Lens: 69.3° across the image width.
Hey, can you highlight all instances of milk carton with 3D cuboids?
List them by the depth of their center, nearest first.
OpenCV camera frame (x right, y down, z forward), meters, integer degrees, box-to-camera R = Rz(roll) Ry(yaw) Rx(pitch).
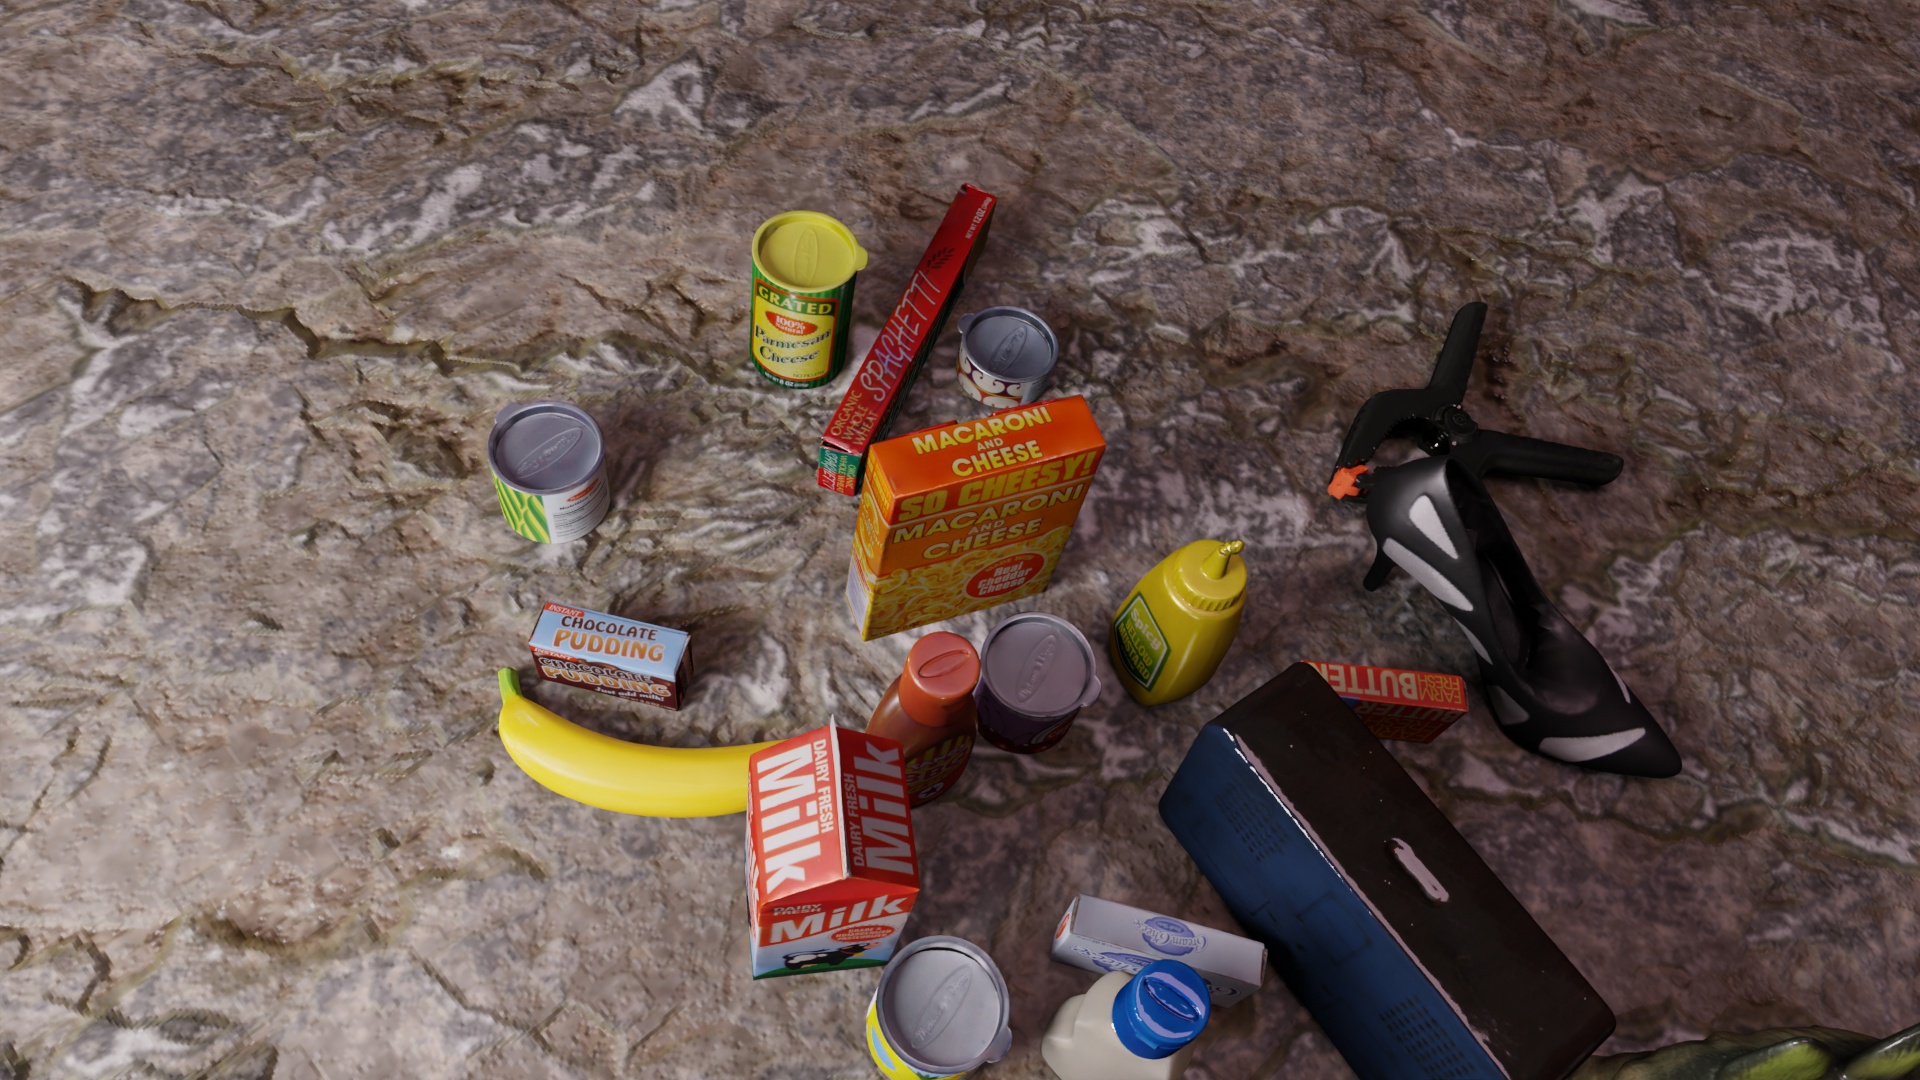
[{"bbox_3d":[-0.064,0.151,0.665,0.073,0.189,0.072,-3,60,-12],"label":"milk carton"}]

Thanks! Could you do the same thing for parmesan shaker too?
[{"bbox_3d":[-0.099,-0.152,0.893,0.071,0.102,0.071,4,59,-7],"label":"parmesan shaker"}]

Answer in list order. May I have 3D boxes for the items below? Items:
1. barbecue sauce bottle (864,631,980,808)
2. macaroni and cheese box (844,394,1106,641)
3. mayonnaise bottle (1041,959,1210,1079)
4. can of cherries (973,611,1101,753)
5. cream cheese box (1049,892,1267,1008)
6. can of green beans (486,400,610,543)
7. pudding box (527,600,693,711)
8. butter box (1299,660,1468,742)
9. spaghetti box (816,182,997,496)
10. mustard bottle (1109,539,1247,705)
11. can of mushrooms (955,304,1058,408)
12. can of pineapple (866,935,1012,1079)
[{"bbox_3d":[-0.019,0.096,0.731,0.065,0.147,0.044,-21,65,-21],"label":"barbecue sauce bottle"},{"bbox_3d":[0.003,-0.010,0.788,0.124,0.165,0.040,-15,63,-18],"label":"macaroni and cheese box"},{"bbox_3d":[0.082,0.236,0.665,0.065,0.147,0.041,33,60,10],"label":"mayonnaise bottle"},{"bbox_3d":[0.042,0.085,0.802,0.071,0.058,0.072,4,59,-7],"label":"can of cherries"},{"bbox_3d":[0.103,0.218,0.735,0.104,0.053,0.024,16,58,0],"label":"cream cheese box"},{"bbox_3d":[-0.243,-0.040,0.827,0.071,0.057,0.071,4,59,-7],"label":"can of green beans"},{"bbox_3d":[-0.194,0.065,0.777,0.084,0.049,0.030,14,58,-2],"label":"pudding box"},{"bbox_3d":[0.244,0.097,0.833,0.103,0.053,0.024,6,59,-6],"label":"butter box"},{"bbox_3d":[-0.034,-0.138,0.927,0.029,0.050,0.251,22,58,4],"label":"spaghetti box"},{"bbox_3d":[0.127,0.039,0.784,0.049,0.159,0.065,-18,64,-19],"label":"mustard bottle"},{"bbox_3d":[0.029,-0.125,0.940,0.071,0.033,0.071,4,59,-7],"label":"can of mushrooms"},{"bbox_3d":[-0.011,0.241,0.698,0.071,0.057,0.071,4,59,-7],"label":"can of pineapple"}]
